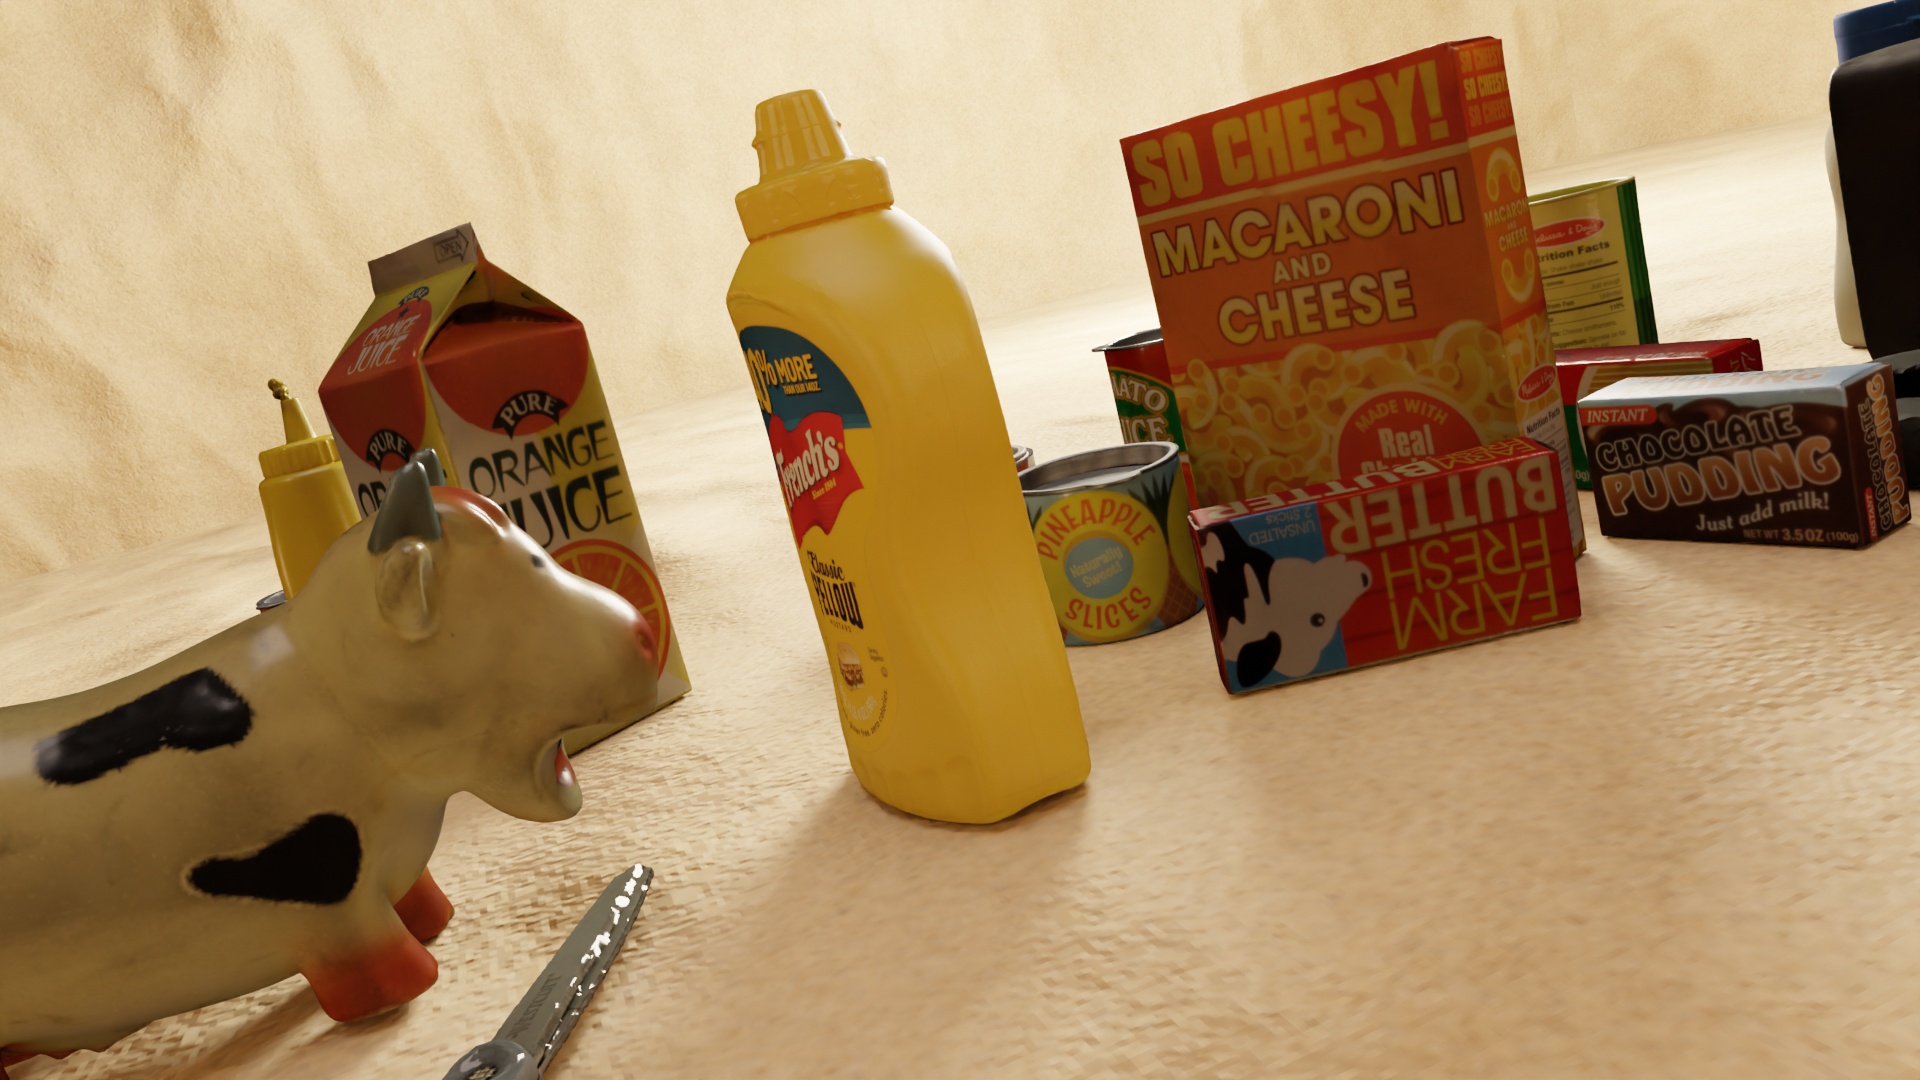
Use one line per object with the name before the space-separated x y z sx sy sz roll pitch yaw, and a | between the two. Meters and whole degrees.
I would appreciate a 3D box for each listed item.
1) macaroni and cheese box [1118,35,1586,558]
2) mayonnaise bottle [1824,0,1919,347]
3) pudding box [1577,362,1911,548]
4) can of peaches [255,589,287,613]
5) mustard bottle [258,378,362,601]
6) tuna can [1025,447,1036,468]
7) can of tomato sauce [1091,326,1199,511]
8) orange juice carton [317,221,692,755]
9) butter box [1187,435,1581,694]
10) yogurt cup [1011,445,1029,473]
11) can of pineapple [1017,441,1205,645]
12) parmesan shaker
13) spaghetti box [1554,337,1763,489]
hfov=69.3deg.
macaroni and cheese box | 0.129 -0.068 0.467 0.123 0.166 0.040 -3 16 44
mayonnaise bottle | 0.419 -0.164 0.620 0.065 0.147 0.041 -16 12 -11
pudding box | 0.240 -0.027 0.430 0.030 0.049 0.083 -21 14 -30
can of peaches | -0.315 0.049 0.704 0.071 0.058 0.071 -14 12 3
mustard bottle | -0.286 0.002 0.639 0.049 0.160 0.065 -16 11 -7
tuna can | 0.007 -0.025 0.731 0.071 0.032 0.071 -13 12 3
can of tomato sauce | 0.105 -0.058 0.649 0.071 0.083 0.071 -14 12 3
orange juice carton | -0.176 -0.018 0.524 0.071 0.192 0.073 -5 15 39
butter box | 0.122 0.007 0.403 0.103 0.053 0.024 -13 11 4
yogurt cup | 0.002 -0.008 0.608 0.072 0.054 0.072 -14 12 3
can of pineapple | 0.052 0.001 0.502 0.071 0.057 0.071 -14 12 3
parmesan shaker | 0.270 -0.103 0.621 0.071 0.103 0.071 -14 11 3
spaghetti box | 0.205 -0.050 0.578 0.029 0.050 0.250 -20 13 -27
